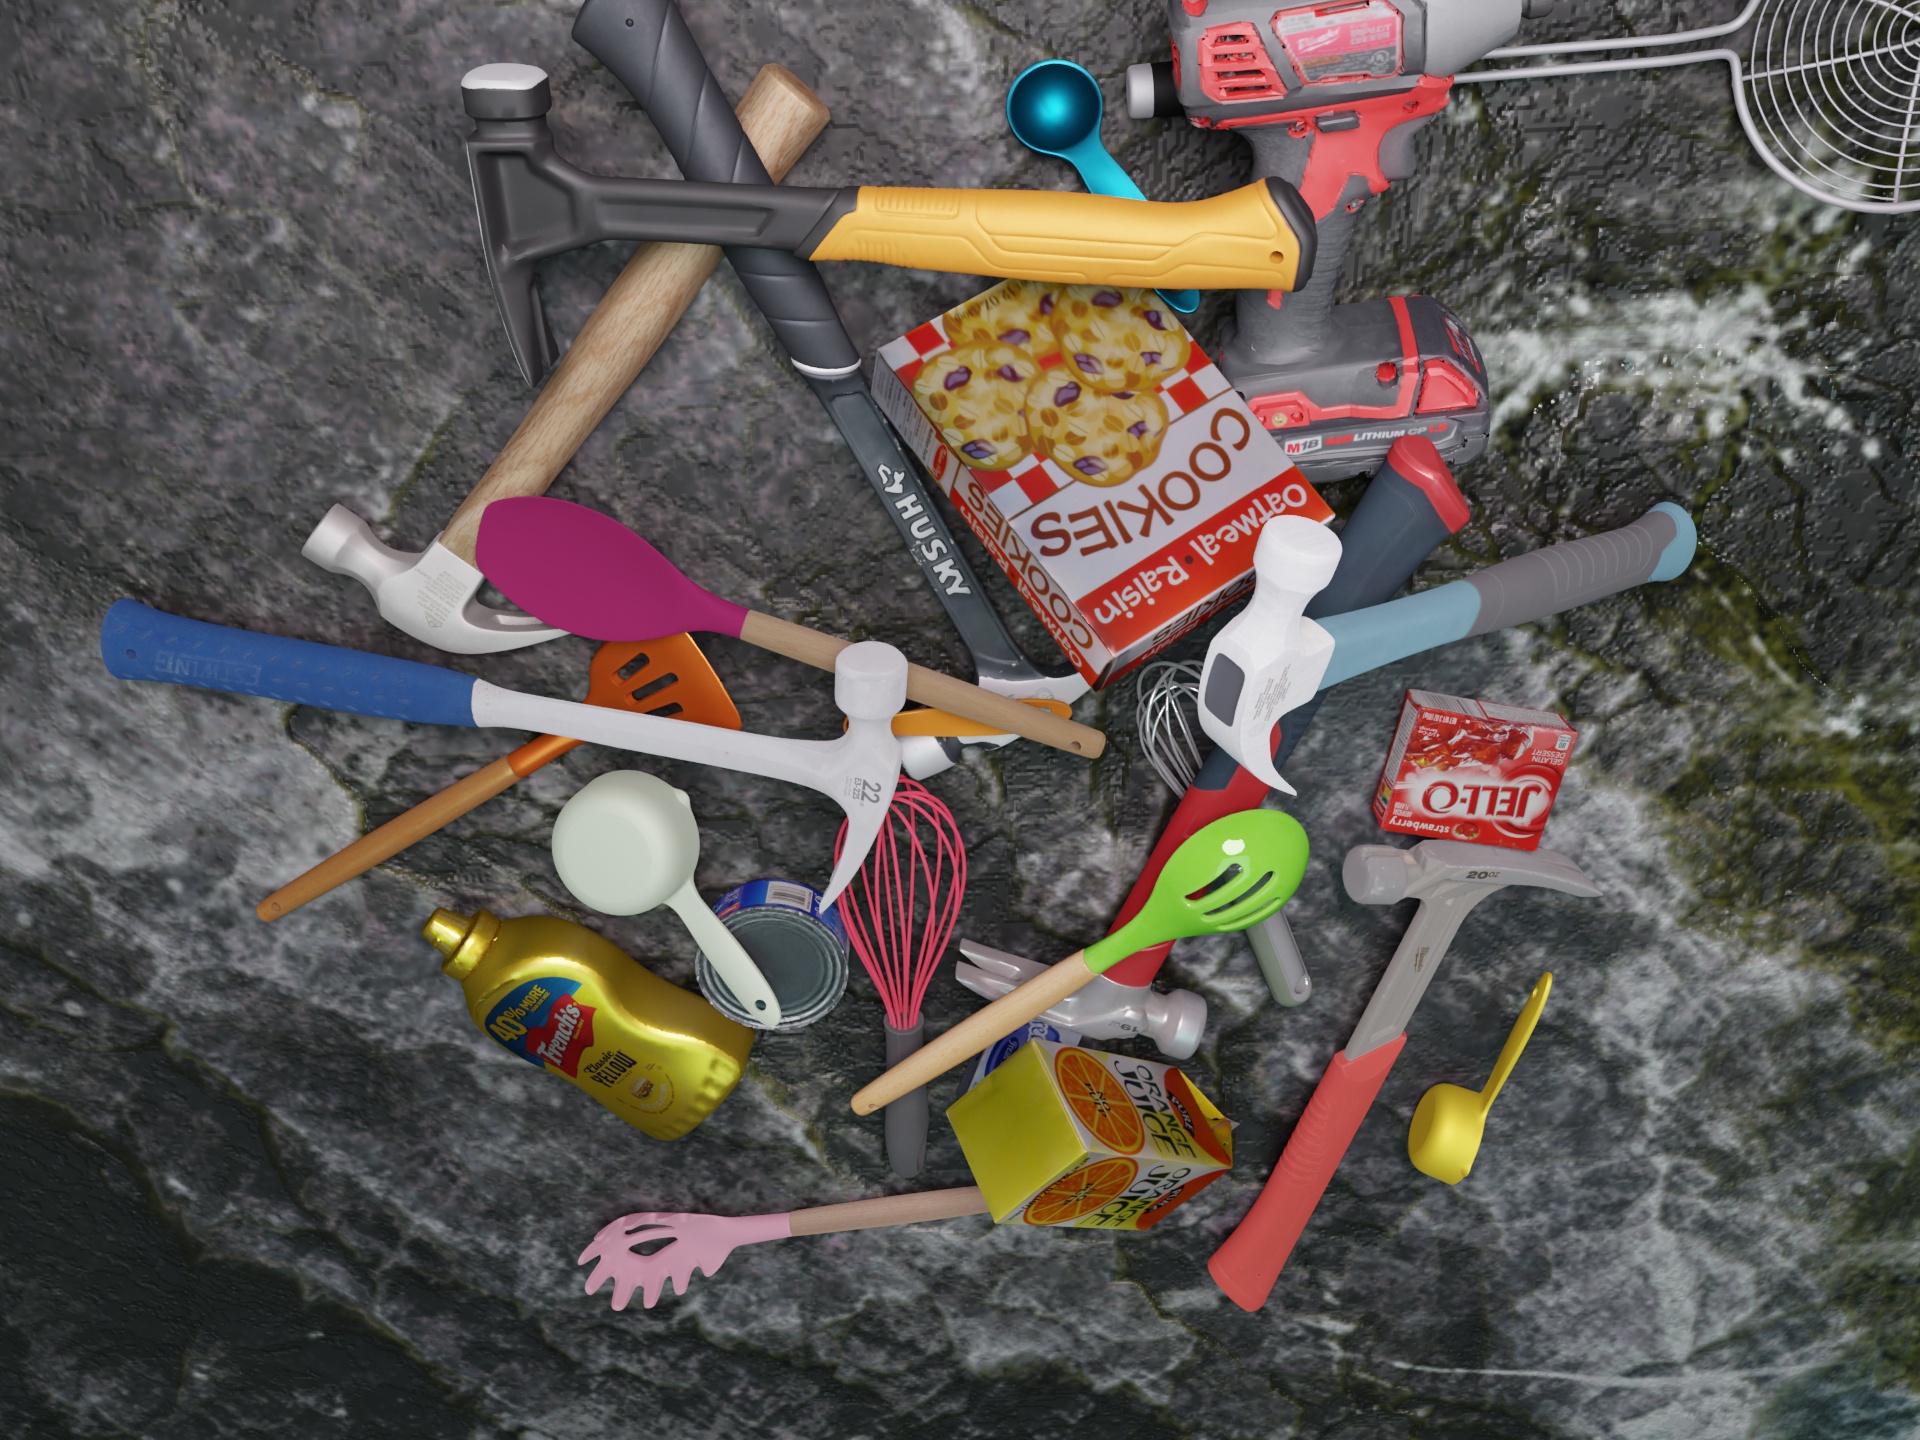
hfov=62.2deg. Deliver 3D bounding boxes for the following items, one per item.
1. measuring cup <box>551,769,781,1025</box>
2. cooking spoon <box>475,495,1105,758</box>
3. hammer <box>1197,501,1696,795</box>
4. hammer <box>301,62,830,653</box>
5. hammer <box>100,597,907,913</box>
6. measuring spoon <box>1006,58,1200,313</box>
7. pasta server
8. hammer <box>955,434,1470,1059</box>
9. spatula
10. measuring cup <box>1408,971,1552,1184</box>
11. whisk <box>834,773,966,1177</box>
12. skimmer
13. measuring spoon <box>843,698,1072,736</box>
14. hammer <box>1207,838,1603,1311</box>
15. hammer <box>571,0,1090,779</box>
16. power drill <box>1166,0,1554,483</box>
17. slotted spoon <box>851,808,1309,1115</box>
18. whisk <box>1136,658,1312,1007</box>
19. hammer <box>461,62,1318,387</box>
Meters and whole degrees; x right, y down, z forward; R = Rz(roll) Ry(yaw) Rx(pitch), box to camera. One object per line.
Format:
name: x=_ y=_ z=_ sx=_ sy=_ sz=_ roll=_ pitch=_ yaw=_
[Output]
measuring cup: x=-0.155 y=0.103 z=0.855 sx=0.083 sy=0.038 sz=0.167 roll=-37 pitch=91 yaw=19
cooking spoon: x=-0.080 y=-0.038 z=0.773 sx=0.319 sy=0.017 sz=0.068 roll=19 pitch=120 yaw=-4
hammer: x=0.226 y=-0.052 z=0.694 sx=0.331 sy=0.033 sz=0.128 roll=-16 pitch=137 yaw=-36
hammer: x=-0.171 y=-0.160 z=0.749 sx=0.130 sy=0.031 sz=0.331 roll=36 pitch=112 yaw=-17
hammer: x=-0.229 y=-0.001 z=0.789 sx=0.405 sy=0.035 sz=0.144 roll=10 pitch=123 yaw=6
measuring spoon: x=0.065 y=-0.229 z=0.694 sx=0.042 sy=0.021 sz=0.128 roll=-34 pitch=88 yaw=0
pasta server: x=-0.080 y=0.318 z=1.000 sx=0.316 sy=0.040 sz=0.060 roll=-8 pitch=107 yaw=3
hammer: x=0.122 y=0.024 z=0.785 sx=0.143 sy=0.038 sz=0.386 roll=18 pitch=127 yaw=-6
spatula: x=-0.259 y=0.038 z=0.849 sx=0.322 sy=0.041 sz=0.081 roll=-29 pitch=103 yaw=16
measuring cup: x=0.300 y=0.204 z=0.926 sx=0.029 sy=0.062 sz=0.156 roll=18 pitch=119 yaw=4
whisk: x=-0.032 y=0.155 z=0.903 sx=0.073 sy=0.073 sz=0.295 roll=0 pitch=123 yaw=0
skimmer: x=0.254 y=-0.264 z=0.659 sx=0.363 sy=0.090 sz=0.127 roll=-3 pitch=132 yaw=3
measuring spoon: x=-0.001 y=-0.003 z=0.803 sx=0.117 sy=0.011 sz=0.021 roll=-4 pitch=126 yaw=-8
hammer: x=0.236 y=0.219 z=0.940 sx=0.149 sy=0.037 sz=0.358 roll=5 pitch=122 yaw=-19
hammer: x=-0.047 y=-0.150 z=0.728 sx=0.149 sy=0.036 sz=0.408 roll=-24 pitch=122 yaw=10
power drill: x=0.167 y=-0.211 z=0.660 sx=0.143 sy=0.079 sz=0.219 roll=-6 pitch=133 yaw=10
slotted spoon: x=0.052 y=0.140 z=0.835 sx=0.070 sy=0.031 sz=0.313 roll=37 pitch=123 yaw=-28
whisk: x=0.149 y=0.067 z=0.863 sx=0.059 sy=0.058 sz=0.246 roll=9 pitch=134 yaw=45
hammer: x=-0.029 y=-0.191 z=0.640 sx=0.337 sy=0.034 sz=0.127 roll=5 pitch=126 yaw=7
